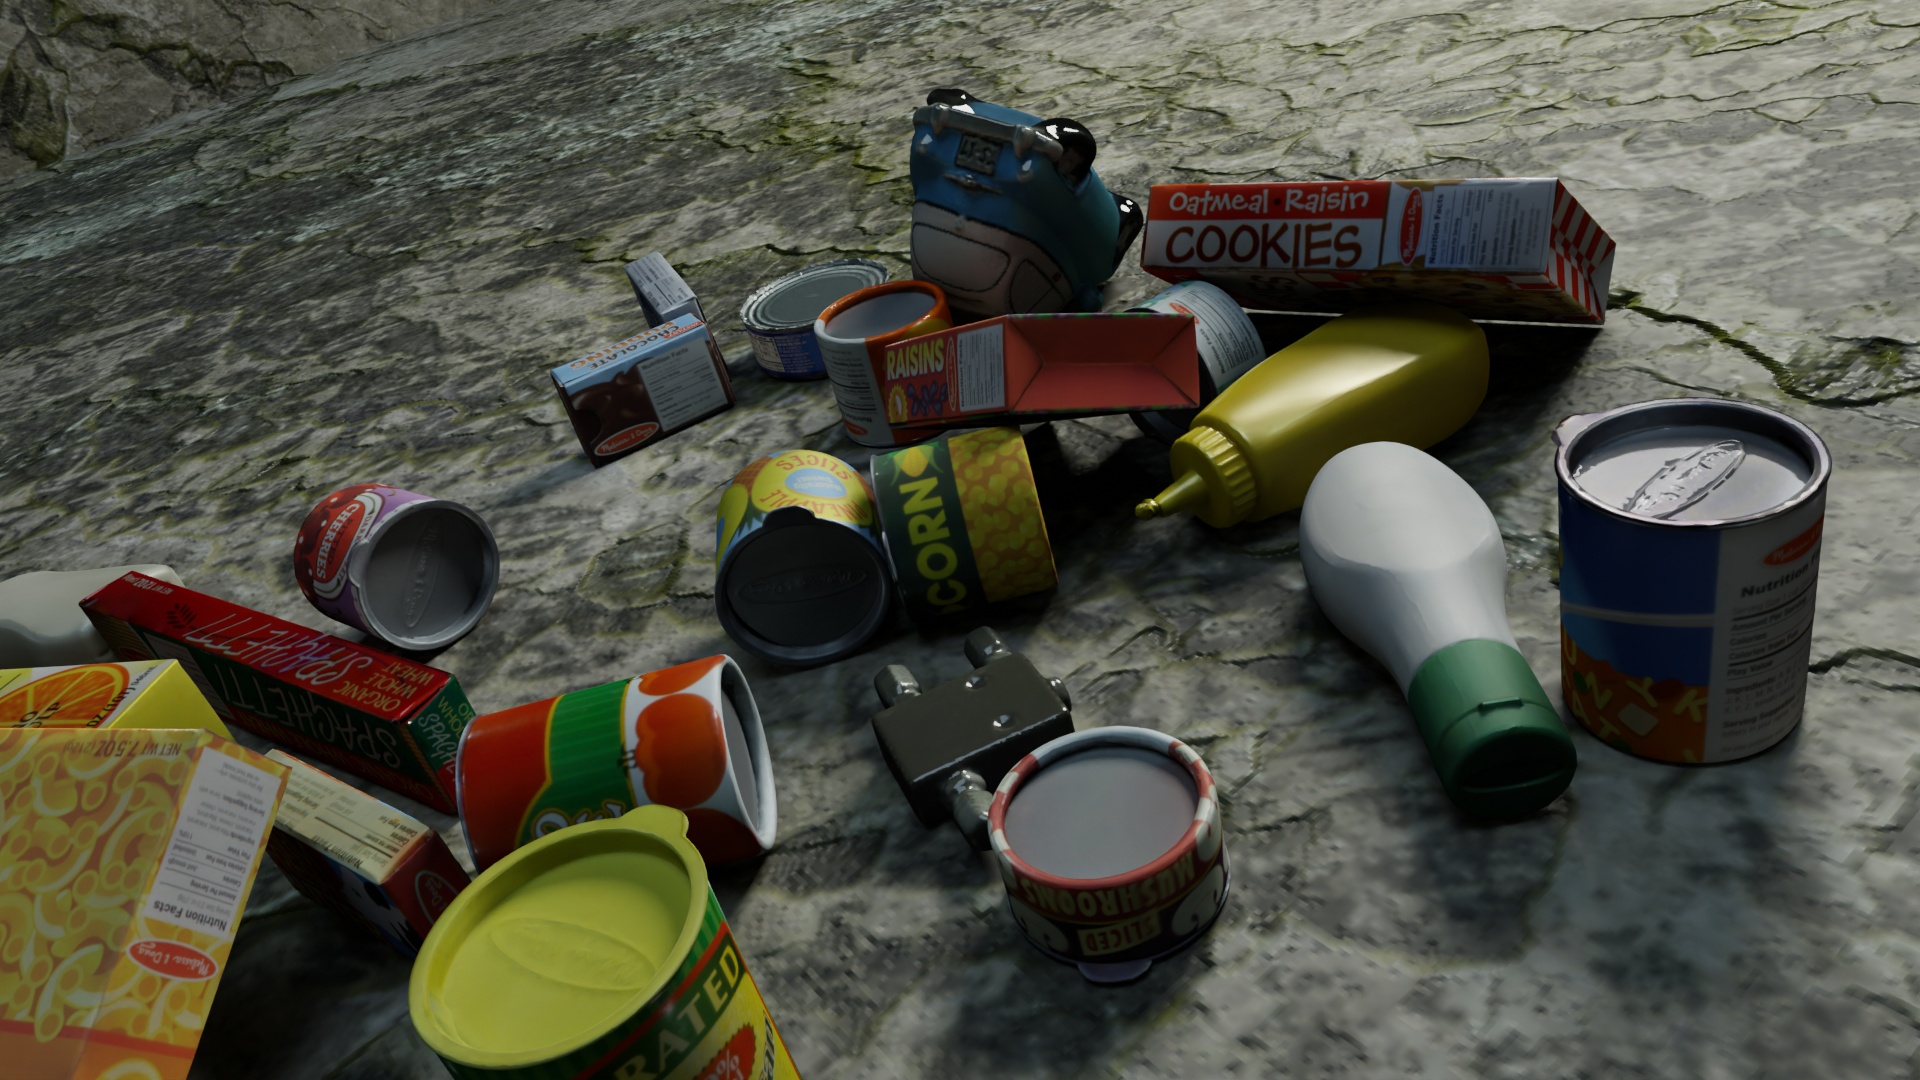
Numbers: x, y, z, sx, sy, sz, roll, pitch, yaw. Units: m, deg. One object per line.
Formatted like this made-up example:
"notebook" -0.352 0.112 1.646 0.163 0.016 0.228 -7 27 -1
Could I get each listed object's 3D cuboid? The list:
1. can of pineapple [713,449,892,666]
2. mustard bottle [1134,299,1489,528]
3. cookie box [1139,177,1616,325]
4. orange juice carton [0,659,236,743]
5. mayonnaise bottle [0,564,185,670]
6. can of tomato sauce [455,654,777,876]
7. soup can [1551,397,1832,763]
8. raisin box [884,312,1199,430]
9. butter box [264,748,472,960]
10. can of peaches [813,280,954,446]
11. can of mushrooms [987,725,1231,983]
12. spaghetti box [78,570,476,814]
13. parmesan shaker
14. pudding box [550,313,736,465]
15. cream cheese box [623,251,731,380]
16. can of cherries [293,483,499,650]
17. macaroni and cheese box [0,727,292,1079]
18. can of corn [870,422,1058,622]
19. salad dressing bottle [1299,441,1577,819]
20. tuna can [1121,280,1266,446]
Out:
"can of pineapple" -0.061 0.004 0.538 0.071 0.070 0.058 -16 32 0
"mustard bottle" 0.132 -0.044 0.546 0.161 0.048 0.065 -28 34 -17
"cookie box" 0.180 -0.122 0.599 0.167 0.040 0.123 9 4 34
"orange juice carton" -0.373 0.098 0.527 0.192 0.072 0.072 -4 34 19
"mayonnaise bottle" -0.451 0.041 0.680 0.148 0.041 0.065 -3 33 22
"can of tomato sauce" -0.107 0.080 0.446 0.083 0.071 0.071 -15 32 1
"soup can" 0.204 0.010 0.398 0.071 0.083 0.072 -11 32 7
"raisin box" 0.030 -0.068 0.578 0.086 0.040 0.123 -5 4 -25
"butter box" -0.197 0.105 0.456 0.103 0.053 0.024 11 43 37
"can of peaches" -0.031 -0.088 0.678 0.071 0.057 0.071 -12 32 8
"can of mushrooms" 0.043 0.087 0.397 0.071 0.033 0.071 -11 32 7
"spaghetti box" -0.281 0.058 0.570 0.250 0.050 0.029 10 41 34
"parmesan shaker" -0.072 0.123 0.326 0.071 0.102 0.072 -12 33 8
"pudding box" -0.167 -0.081 0.734 0.084 0.049 0.030 -28 32 -18
"cream cheese box" -0.164 -0.127 0.801 0.024 0.053 0.104 -26 33 -12
"can of cherries" -0.250 0.009 0.611 0.058 0.071 0.072 12 42 38
"macaroni and cheese box" -0.274 0.136 0.387 0.123 0.040 0.167 -3 61 19
"can of corn" 0.002 -0.007 0.528 0.058 0.071 0.071 -14 32 3
"salad dressing bottle" 0.149 0.023 0.441 0.064 0.043 0.148 -10 33 6
"tuna can" 0.097 -0.074 0.596 0.033 0.070 0.071 -30 35 -23
